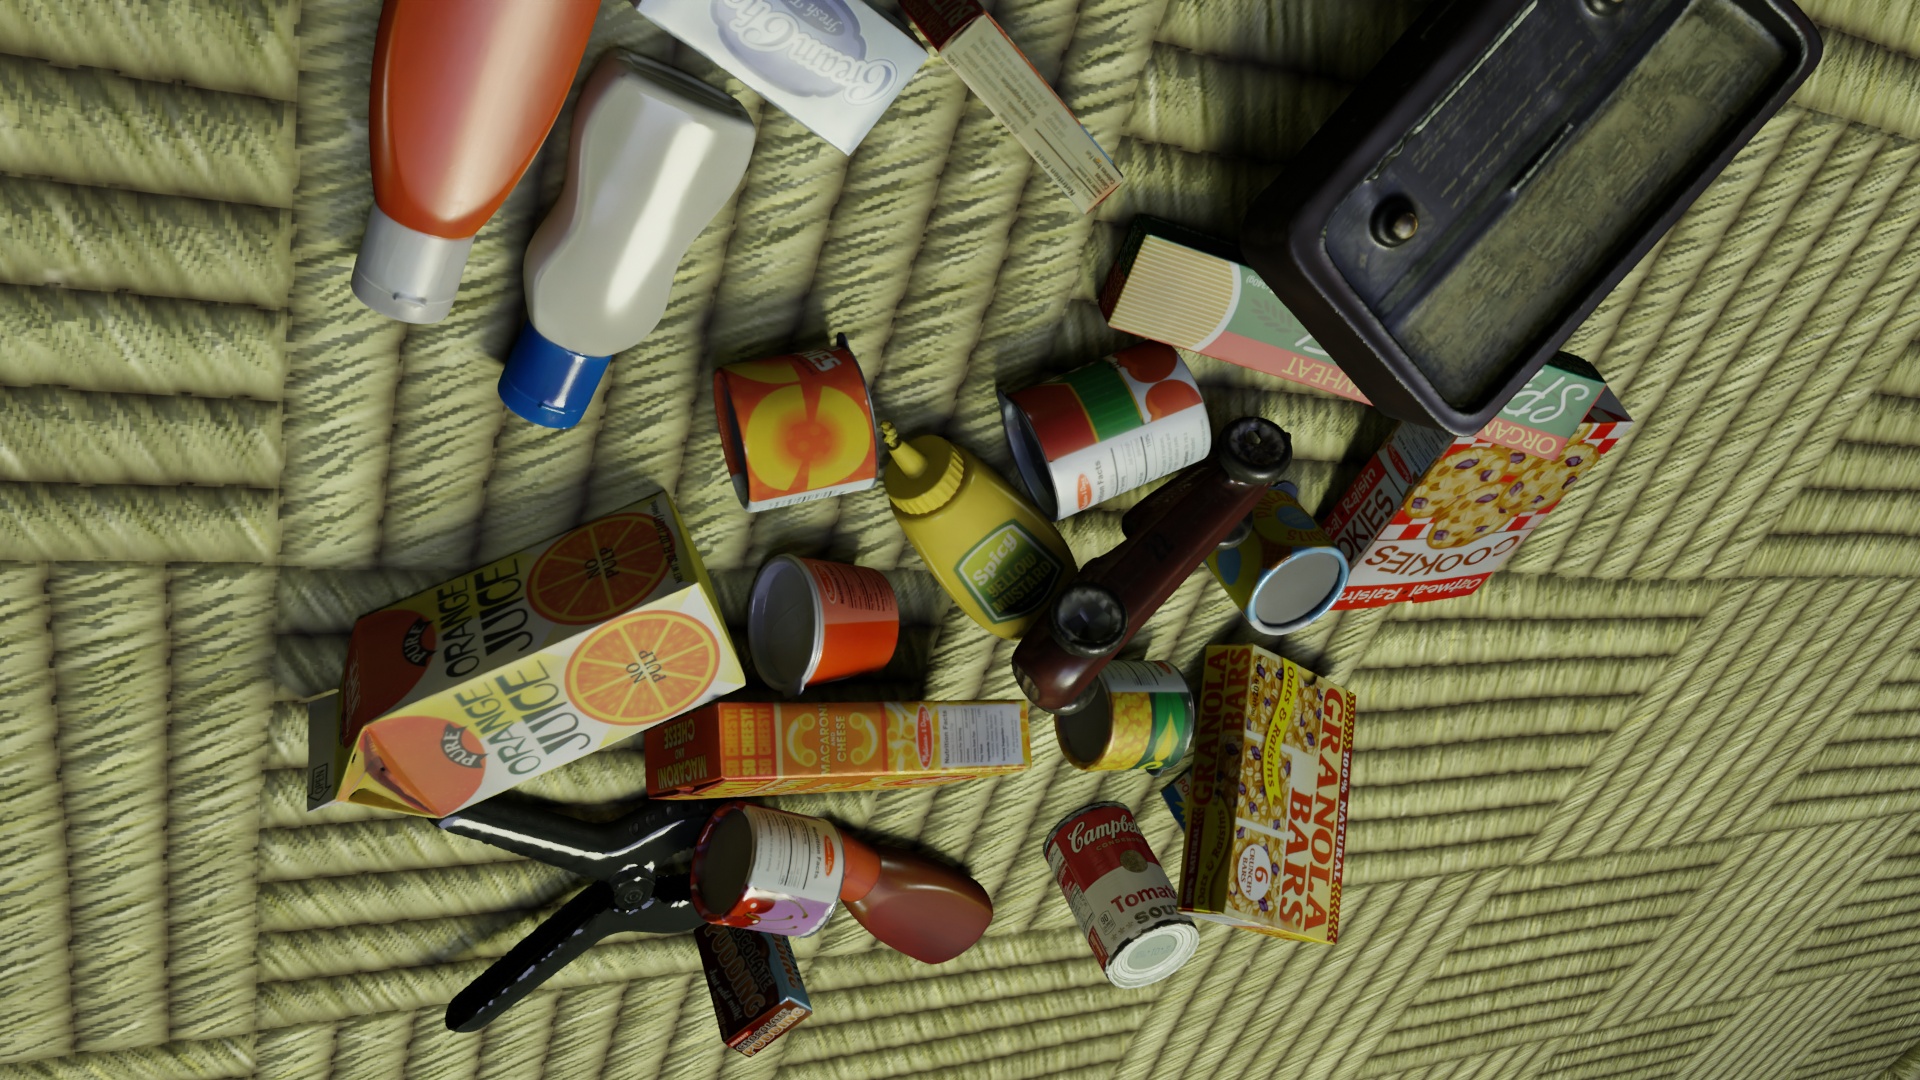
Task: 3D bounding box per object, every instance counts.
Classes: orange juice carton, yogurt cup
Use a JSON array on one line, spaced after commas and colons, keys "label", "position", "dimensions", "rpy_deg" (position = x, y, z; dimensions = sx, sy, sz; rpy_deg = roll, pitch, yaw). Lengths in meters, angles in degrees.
[{"label": "orange juice carton", "position": [-0.204, 0.059, 0.633], "dimensions": [0.193, 0.072, 0.072], "rpy_deg": [-23, 134, -8]}, {"label": "yogurt cup", "position": [-0.067, 0.041, 0.694], "dimensions": [0.054, 0.072, 0.072], "rpy_deg": [1, 128, -38]}]

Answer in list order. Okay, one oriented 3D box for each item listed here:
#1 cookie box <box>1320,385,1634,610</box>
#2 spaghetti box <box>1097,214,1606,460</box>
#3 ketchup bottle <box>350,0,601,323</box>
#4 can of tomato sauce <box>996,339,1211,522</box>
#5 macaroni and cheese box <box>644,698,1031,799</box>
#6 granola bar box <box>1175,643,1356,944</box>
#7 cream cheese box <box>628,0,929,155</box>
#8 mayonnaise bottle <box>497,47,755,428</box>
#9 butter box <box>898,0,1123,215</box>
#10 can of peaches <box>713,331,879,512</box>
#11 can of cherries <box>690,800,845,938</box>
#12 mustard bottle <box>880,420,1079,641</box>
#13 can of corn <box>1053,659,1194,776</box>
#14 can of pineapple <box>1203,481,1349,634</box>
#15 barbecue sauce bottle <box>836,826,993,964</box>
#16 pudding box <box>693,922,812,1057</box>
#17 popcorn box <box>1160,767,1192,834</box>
[{"label": "cookie box", "position": [0.287, -0.024, 0.809], "dimensions": [0.123, 0.040, 0.166], "rpy_deg": [-3, 143, -24]}, {"label": "spaghetti box", "position": [0.192, -0.096, 0.674], "dimensions": [0.250, 0.029, 0.050], "rpy_deg": [15, 122, -11]}, {"label": "ketchup bottle", "position": [-0.178, -0.147, 0.489], "dimensions": [0.065, 0.044, 0.148], "rpy_deg": [12, 122, -33]}, {"label": "can of tomato sauce", "position": [0.070, -0.056, 0.680], "dimensions": [0.083, 0.071, 0.070], "rpy_deg": [-23, 134, -8]}, {"label": "macaroni and cheese box", "position": [-0.066, 0.110, 0.723], "dimensions": [0.167, 0.040, 0.123], "rpy_deg": [3, 165, -29]}, {"label": "granola bar box", "position": [0.196, 0.160, 0.872], "dimensions": [0.124, 0.166, 0.039], "rpy_deg": [25, 157, -39]}, {"label": "cream cheese box", "position": [-0.067, -0.194, 0.520], "dimensions": [0.104, 0.024, 0.053], "rpy_deg": [25, 115, -39]}, {"label": "mayonnaise bottle", "position": [-0.138, -0.112, 0.543], "dimensions": [0.065, 0.041, 0.147], "rpy_deg": [15, 120, -34]}, {"label": "butter box", "position": [0.022, -0.180, 0.557], "dimensions": [0.024, 0.053, 0.103], "rpy_deg": [-41, 133, 14]}, {"label": "can of peaches", "position": [-0.073, -0.052, 0.611], "dimensions": [0.058, 0.071, 0.070], "rpy_deg": [-13, 132, -16]}, {"label": "can of cherries", "position": [-0.107, 0.180, 0.754], "dimensions": [0.058, 0.072, 0.071], "rpy_deg": [21, 116, -36]}, {"label": "mustard bottle", "position": [0.002, -0.009, 0.696], "dimensions": [0.065, 0.049, 0.160], "rpy_deg": [-41, 134, 3]}, {"label": "can of corn", "position": [0.096, 0.107, 0.829], "dimensions": [0.058, 0.071, 0.070], "rpy_deg": [4, 126, -28]}, {"label": "can of pineapple", "position": [0.181, 0.010, 0.798], "dimensions": [0.071, 0.058, 0.070], "rpy_deg": [-14, 132, -16]}, {"label": "barbecue sauce bottle", "position": [-0.043, 0.221, 0.875], "dimensions": [0.065, 0.044, 0.148], "rpy_deg": [-40, 134, 9]}, {"label": "pudding box", "position": [-0.125, 0.259, 0.837], "dimensions": [0.049, 0.084, 0.030], "rpy_deg": [-35, 134, 5]}, {"label": "popcorn box", "position": [0.199, 0.217, 0.965], "dimensions": [0.038, 0.085, 0.126], "rpy_deg": [-39, 135, 11]}]
